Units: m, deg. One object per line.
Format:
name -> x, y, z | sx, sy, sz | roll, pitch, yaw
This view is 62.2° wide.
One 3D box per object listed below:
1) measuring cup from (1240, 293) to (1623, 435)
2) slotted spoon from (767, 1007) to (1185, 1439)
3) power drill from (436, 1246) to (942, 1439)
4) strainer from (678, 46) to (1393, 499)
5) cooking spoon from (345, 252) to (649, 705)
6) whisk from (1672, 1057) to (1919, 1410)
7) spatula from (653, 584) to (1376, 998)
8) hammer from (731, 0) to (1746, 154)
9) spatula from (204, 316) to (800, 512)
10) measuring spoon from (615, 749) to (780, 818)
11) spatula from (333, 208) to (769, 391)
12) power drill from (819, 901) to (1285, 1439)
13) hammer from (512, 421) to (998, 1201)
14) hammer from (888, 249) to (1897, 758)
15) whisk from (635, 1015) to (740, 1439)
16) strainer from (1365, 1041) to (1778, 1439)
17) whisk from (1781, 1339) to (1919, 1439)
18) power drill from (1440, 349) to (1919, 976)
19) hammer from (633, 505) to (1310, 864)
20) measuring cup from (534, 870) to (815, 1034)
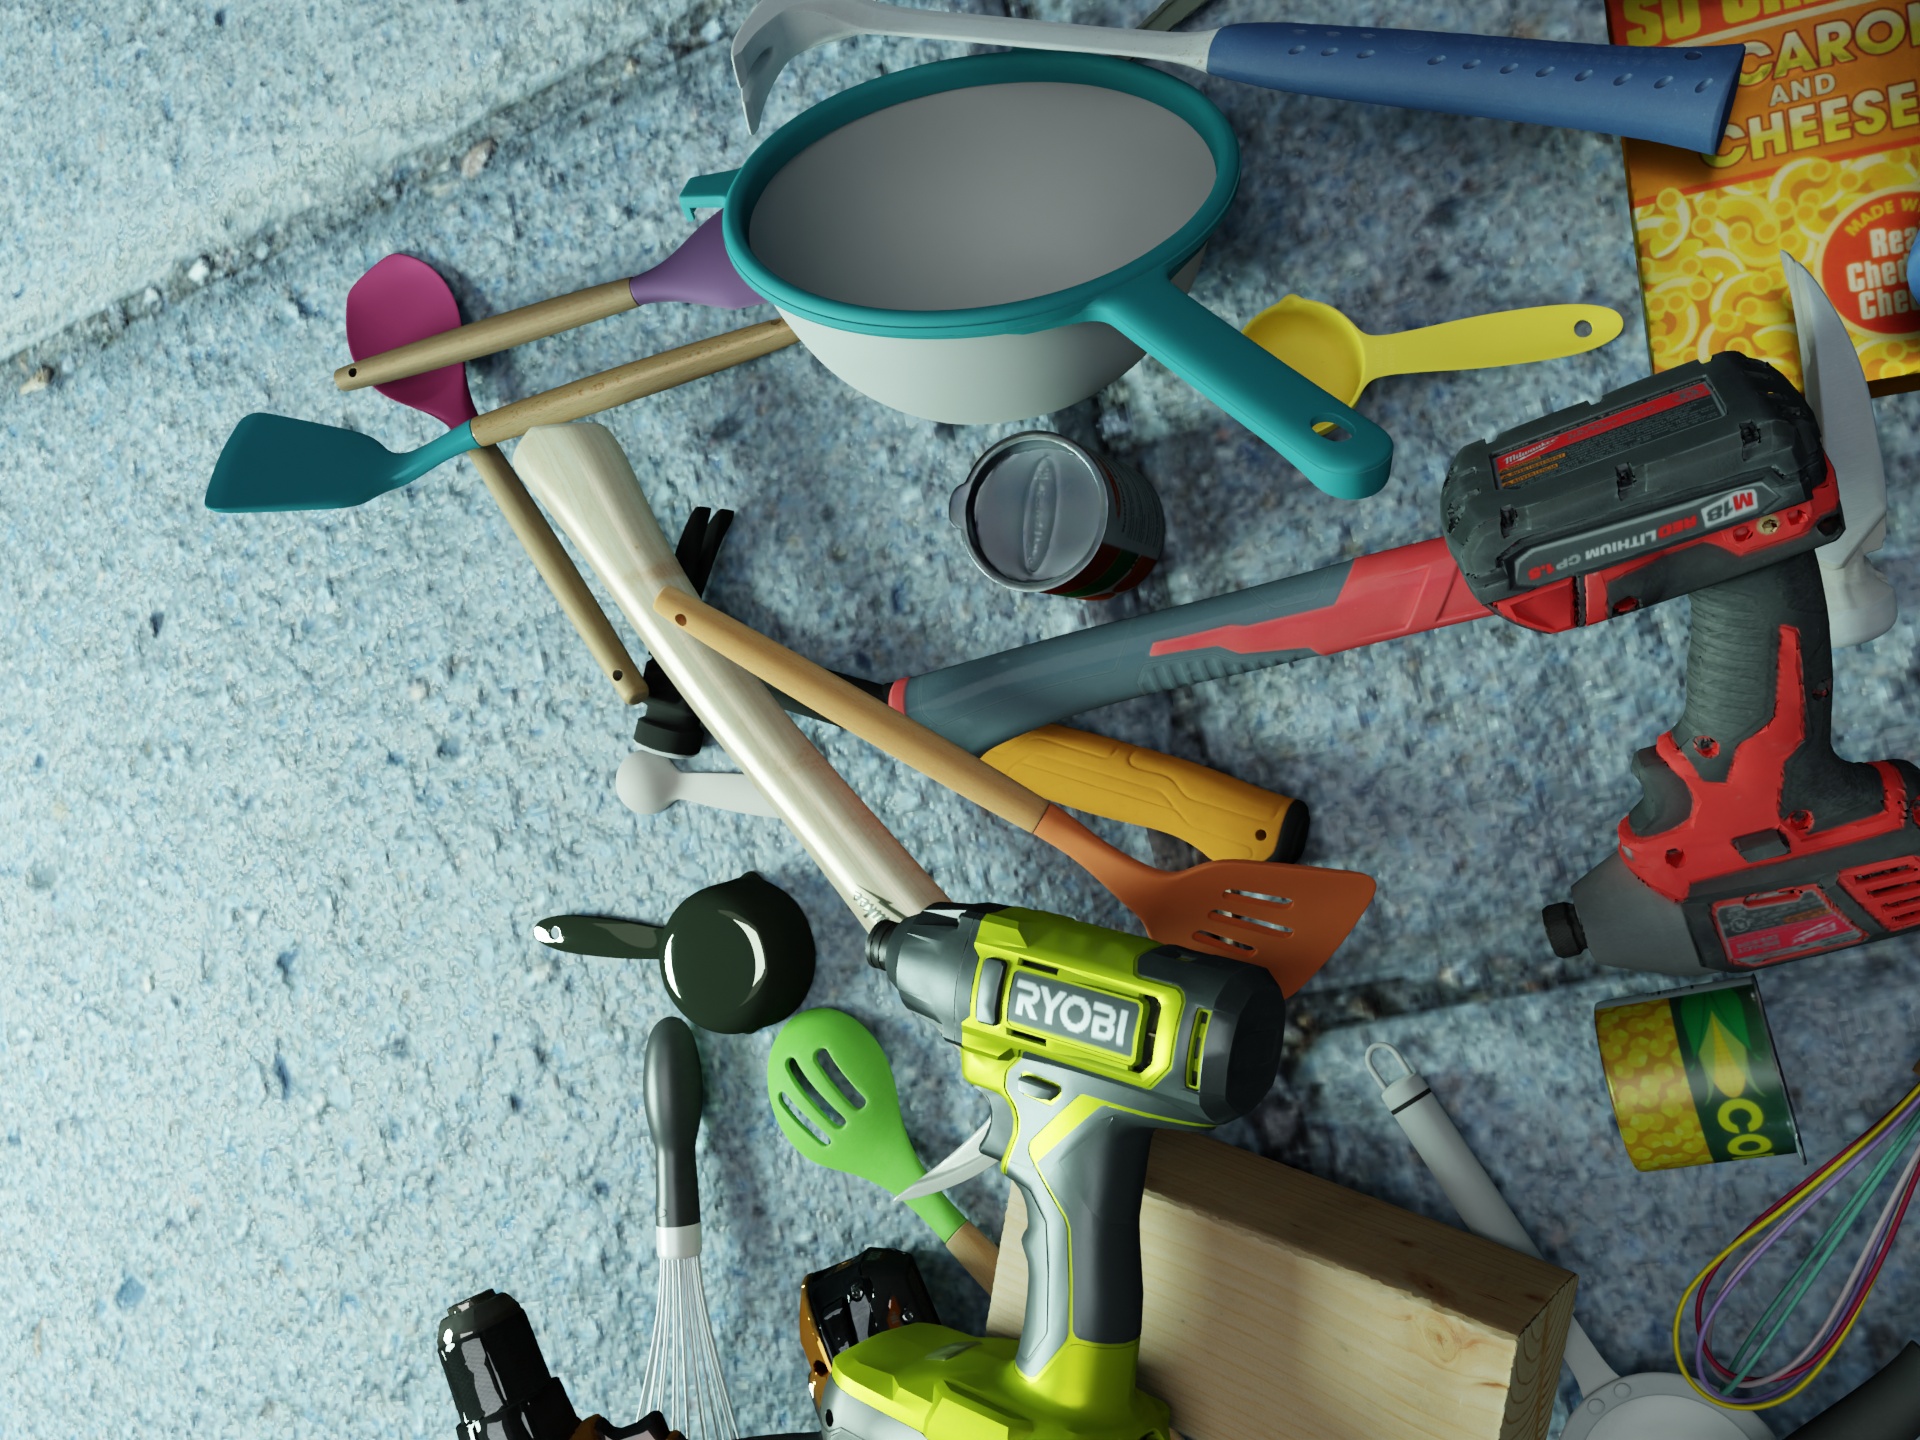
measuring cup -> 0.191, -0.151, 0.663 | 0.156, 0.029, 0.062 | -6, 88, 12
slotted spoon -> 0.018, 0.255, 0.738 | 0.314, 0.031, 0.070 | 43, 104, 16
power drill -> -0.117, 0.318, 0.725 | 0.226, 0.084, 0.185 | -24, 80, -3
strainer -> 0.046, -0.154, 0.635 | 0.211, 0.095, 0.341 | -29, 51, -16
cooking spoon -> -0.245, -0.131, 0.839 | 0.069, 0.017, 0.319 | -38, 69, 7
whisk -> 0.341, 0.150, 0.579 | 0.047, 0.051, 0.245 | 37, 99, 39
spatula -> 0.015, 0.024, 0.668 | 0.322, 0.041, 0.081 | 30, 124, 4
hammer -> 0.092, -0.267, 0.640 | 0.406, 0.035, 0.144 | 16, 52, 23
spatula -> -0.228, -0.161, 0.806 | 0.317, 0.044, 0.082 | -15, 45, 12
measuring spoon -> -0.124, 0.036, 0.802 | 0.124, 0.018, 0.034 | 5, 93, 23
spatula -> -0.189, -0.216, 0.818 | 0.316, 0.018, 0.060 | -12, 84, 17
power drill -> 0.022, 0.185, 0.609 | 0.171, 0.080, 0.223 | 10, 91, 34
hammer -> -0.090, 0.024, 0.743 | 0.146, 0.038, 0.411 | -45, 75, 21
hammer -> 0.145, -0.058, 0.628 | 0.386, 0.038, 0.143 | -13, 112, 20
whisk -> -0.139, 0.292, 0.792 | 0.070, 0.070, 0.285 | -6, 83, 24
strainer -> 0.240, 0.240, 0.632 | 0.087, 0.050, 0.259 | -36, 71, 12
whisk -> 0.355, 0.212, 0.550 | 0.296, 0.073, 0.073 | -47, 73, 10
power drill -> 0.255, -0.003, 0.564 | 0.143, 0.079, 0.219 | -19, 113, 23
hammer -> -0.001, -0.002, 0.739 | 0.337, 0.034, 0.127 | 17, 99, 23
measuring cup -> -0.155, 0.116, 0.805 | 0.167, 0.038, 0.083 | 3, 92, 22
